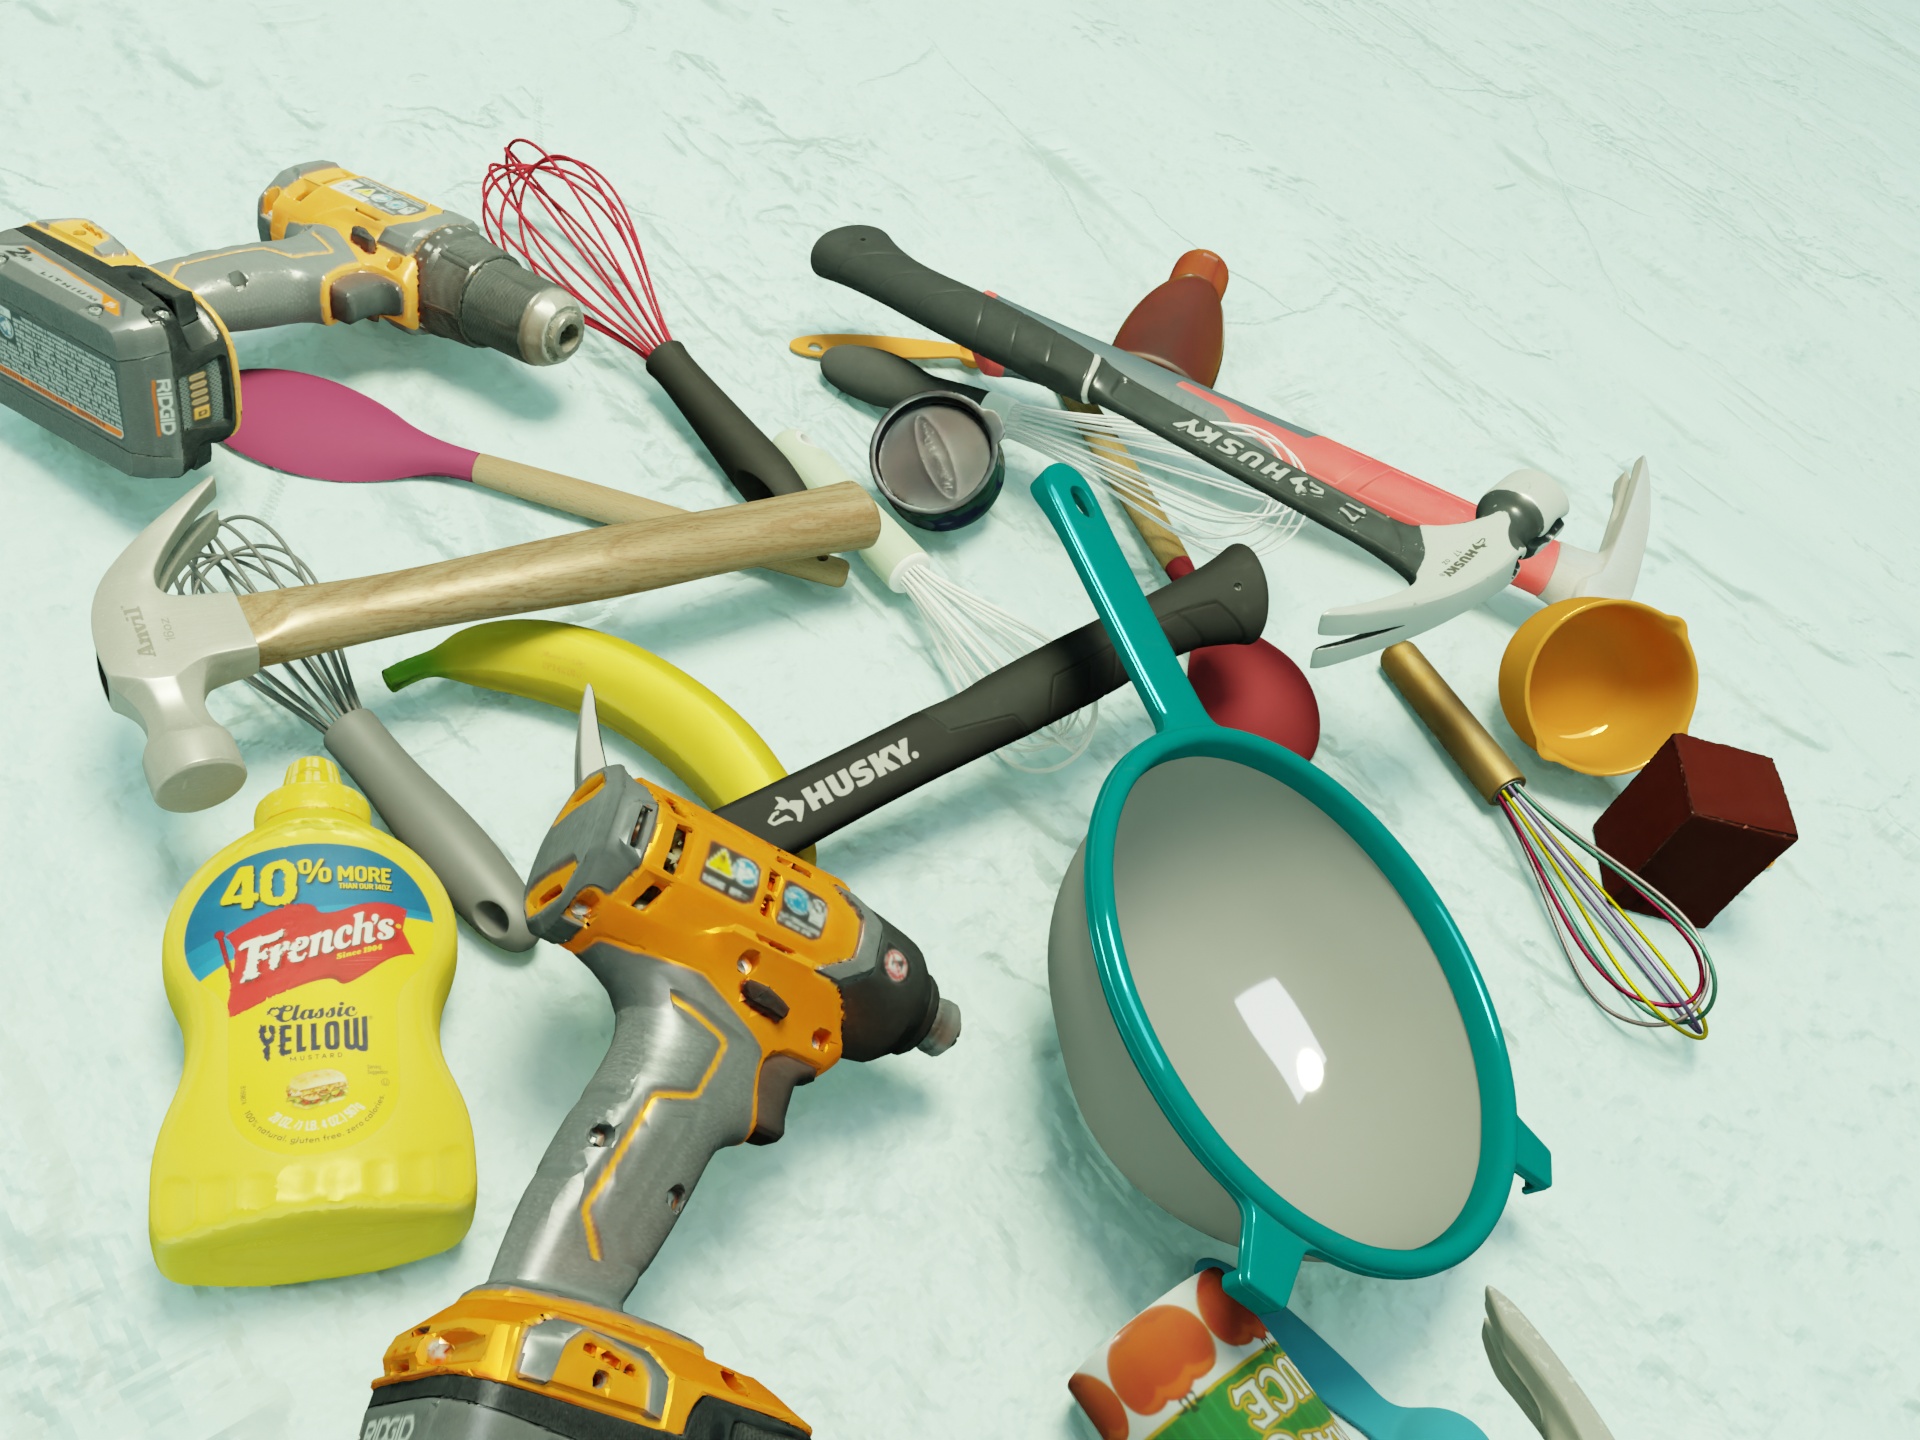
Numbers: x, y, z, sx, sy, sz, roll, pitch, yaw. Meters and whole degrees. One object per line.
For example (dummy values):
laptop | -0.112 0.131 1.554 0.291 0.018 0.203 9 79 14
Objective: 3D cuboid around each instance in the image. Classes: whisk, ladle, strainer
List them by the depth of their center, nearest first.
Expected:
strainer | 0.080 0.059 0.622 0.211 0.095 0.341 -1 59 -44
whisk | -0.241 0.002 0.635 0.055 0.055 0.239 -32 69 -36
whisk | 0.273 0.049 0.758 0.047 0.051 0.245 -14 52 -20
whisk | -0.020 -0.066 0.768 0.247 0.059 0.057 47 16 28
whisk | -0.165 -0.203 0.832 0.073 0.073 0.296 -26 67 -34
whisk | 0.049 -0.151 0.835 0.285 0.070 0.070 21 46 18
ladle | 0.106 -0.099 0.847 0.069 0.031 0.316 -6 50 -23

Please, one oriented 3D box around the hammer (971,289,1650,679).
hammer | 0.189 -0.157 0.875 0.386 0.038 0.143 24 67 2

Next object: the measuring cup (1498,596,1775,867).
measuring cup | 0.346 0.010 0.808 0.173 0.095 0.052 44 4 -10

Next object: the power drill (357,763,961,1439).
power drill | -0.079 0.143 0.503 0.164 0.084 0.227 30 51 -26

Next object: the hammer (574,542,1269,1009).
hammer | -0.001 -0.002 0.664 0.335 0.035 0.146 -27 80 -25

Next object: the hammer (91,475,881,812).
hammer | -0.178 -0.061 0.660 0.331 0.031 0.130 -17 62 -34

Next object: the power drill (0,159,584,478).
power drill | -0.307 -0.190 0.743 0.185 0.084 0.226 27 39 18

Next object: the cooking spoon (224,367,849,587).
cooking spoon | -0.208 -0.115 0.766 0.319 0.017 0.069 16 47 -2

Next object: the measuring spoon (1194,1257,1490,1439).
measuring spoon | 0.138 0.233 0.564 0.129 0.021 0.042 38 49 15

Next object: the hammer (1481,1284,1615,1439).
hammer | 0.014 0.260 0.422 0.359 0.036 0.149 -12 35 -4

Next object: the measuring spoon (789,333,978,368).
measuring spoon | -0.040 -0.210 0.911 0.117 0.011 0.021 -1 50 -14

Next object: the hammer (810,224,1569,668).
hammer | 0.074 -0.154 0.769 0.409 0.036 0.149 35 54 29
